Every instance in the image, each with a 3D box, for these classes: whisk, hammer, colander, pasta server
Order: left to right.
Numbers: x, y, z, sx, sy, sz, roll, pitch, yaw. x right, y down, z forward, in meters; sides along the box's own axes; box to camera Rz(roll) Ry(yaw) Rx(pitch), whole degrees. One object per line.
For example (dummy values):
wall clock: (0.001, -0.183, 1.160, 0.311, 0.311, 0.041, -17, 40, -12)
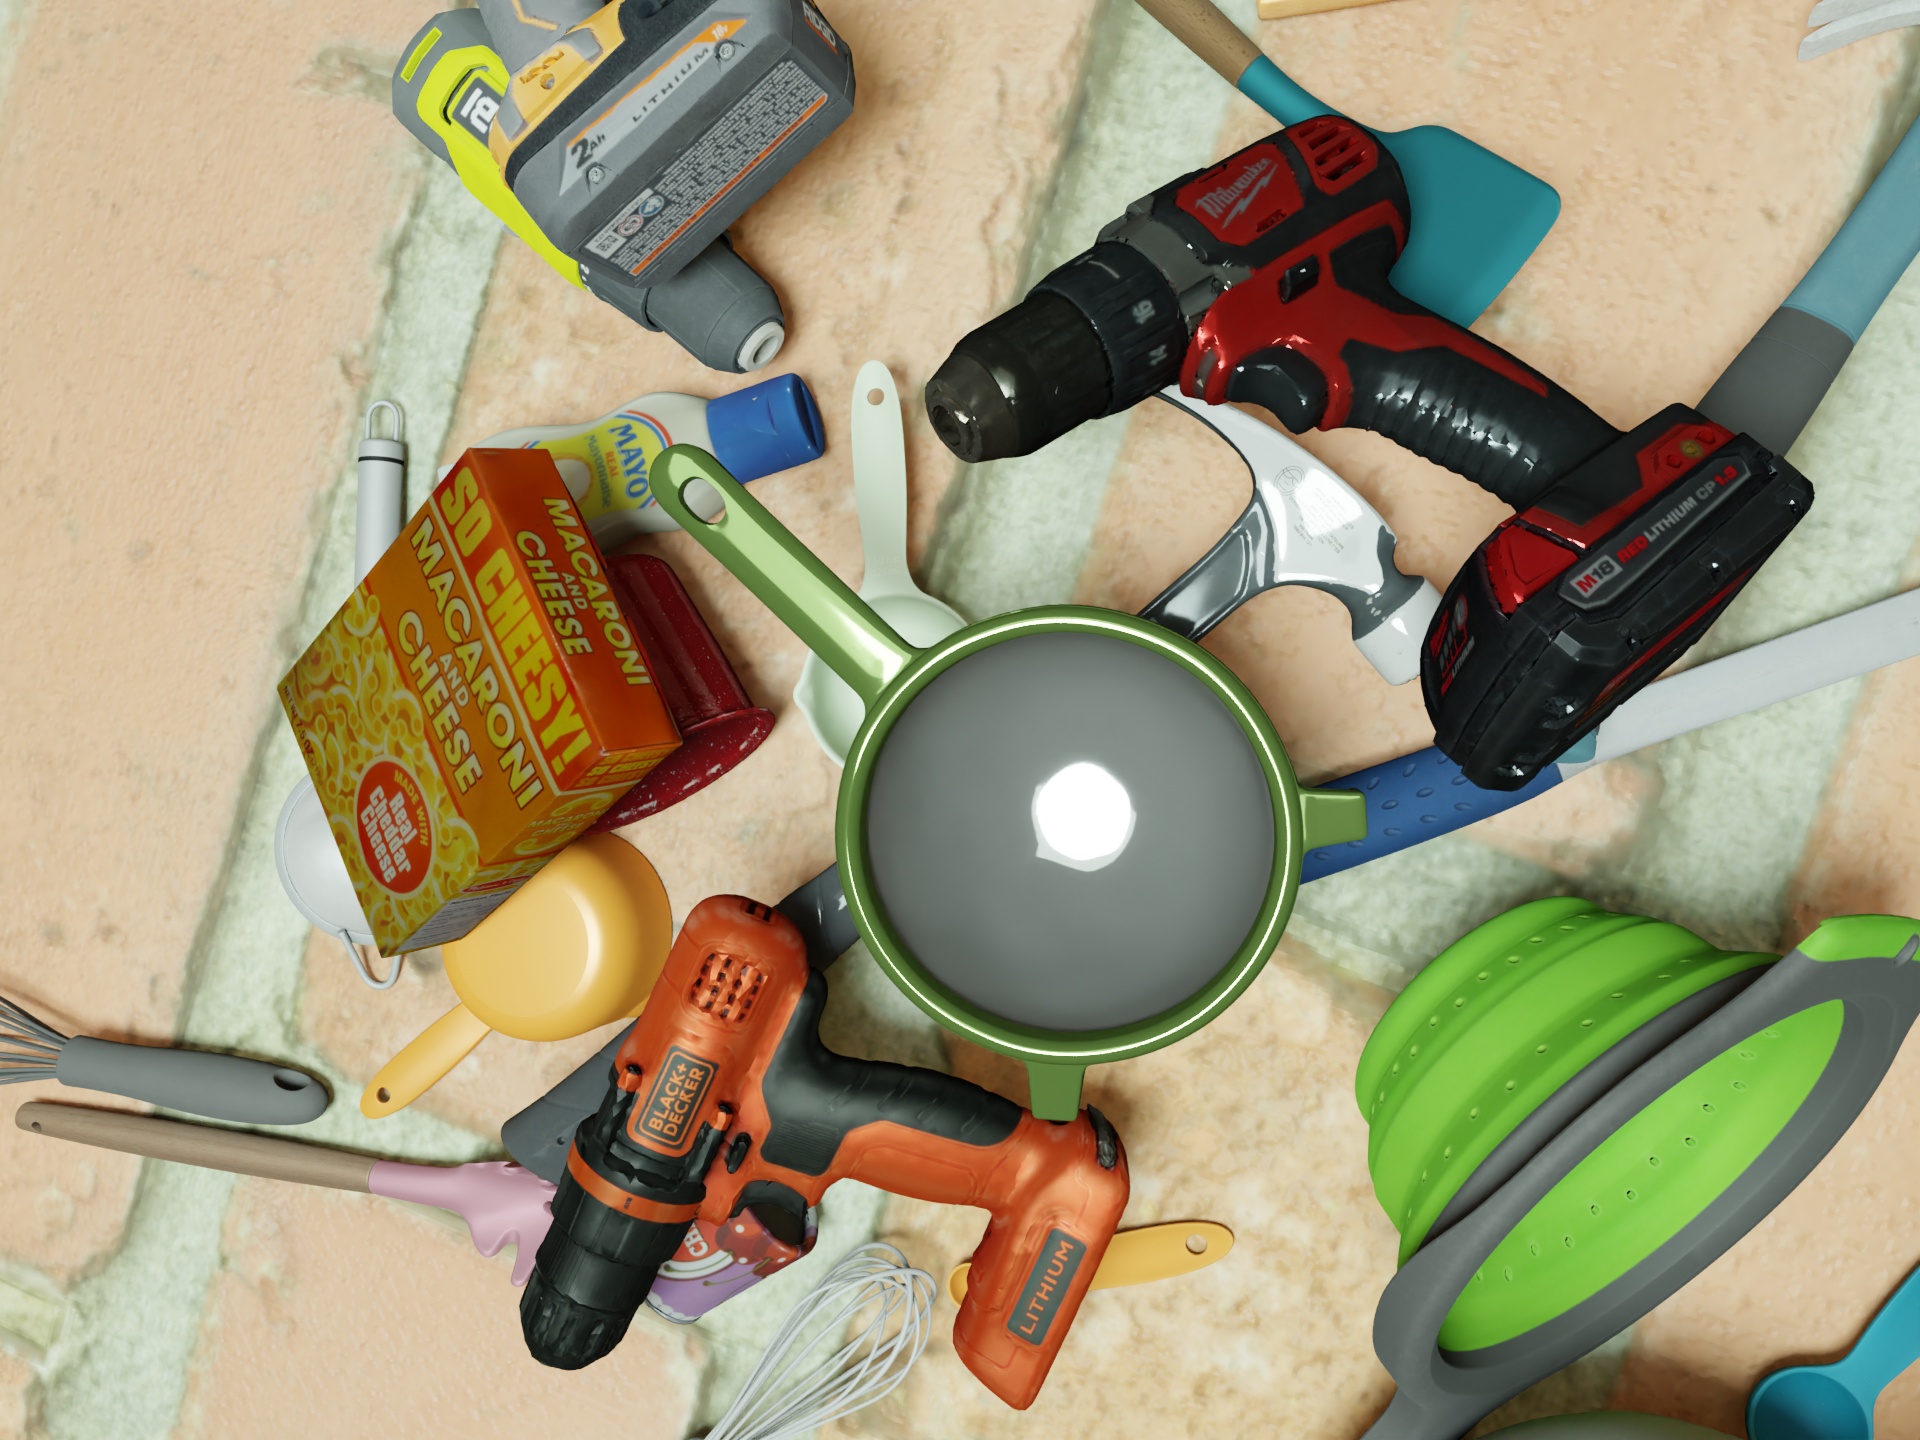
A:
whisk: (-0.396, 0.152, 0.716, 0.239, 0.055, 0.055, 8, 92, 7)
pasta server: (-0.282, 0.198, 0.693, 0.316, 0.040, 0.060, 5, 107, 14)
whisk: (-0.100, 0.299, 0.650, 0.246, 0.059, 0.058, -46, 45, 13)
hammer: (-0.019, 0.041, 0.598, 0.409, 0.036, 0.149, -40, 90, 9)
colander: (0.164, 0.192, 0.565, 0.397, 0.204, 0.095, -59, 45, 22)
hammer: (0.227, 0.012, 0.580, 0.405, 0.035, 0.144, -21, 86, 12)
hammer: (0.285, -0.122, 0.543, 0.128, 0.033, 0.331, 36, 92, 22)

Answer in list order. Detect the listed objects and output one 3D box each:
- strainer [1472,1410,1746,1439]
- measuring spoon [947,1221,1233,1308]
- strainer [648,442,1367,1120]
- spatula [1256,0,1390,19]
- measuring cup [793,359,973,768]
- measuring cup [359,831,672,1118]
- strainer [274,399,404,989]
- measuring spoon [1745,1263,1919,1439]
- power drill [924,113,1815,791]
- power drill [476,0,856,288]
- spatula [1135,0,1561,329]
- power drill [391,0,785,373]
strainer: (0.280, 0.303, 0.542, 0.340, 0.095, 0.210, 8, 130, -9)
measuring spoon: (0.051, 0.216, 0.635, 0.117, 0.011, 0.021, -14, 87, 9)
strainer: (-0.001, -0.002, 0.539, 0.256, 0.069, 0.151, 43, 102, 3)
spatula: (0.268, -0.291, 0.567, 0.322, 0.041, 0.081, -5, 88, 13)
measuring cup: (-0.025, -0.058, 0.636, 0.083, 0.038, 0.167, -5, 87, 12)
measuring cup: (-0.202, 0.116, 0.666, 0.173, 0.052, 0.095, -41, 82, 8)
strainer: (-0.256, -0.011, 0.686, 0.087, 0.050, 0.258, 1, 87, 3)
measuring spoon: (0.332, 0.220, 0.572, 0.042, 0.021, 0.128, 44, 90, 10)
power drill: (0.118, -0.086, 0.501, 0.188, 0.080, 0.227, -34, 67, -20)
power drill: (-0.128, -0.294, 0.561, 0.185, 0.084, 0.226, -37, 77, 15)
spatula: (0.089, -0.265, 0.605, 0.317, 0.044, 0.082, 46, 126, 10)
power drill: (-0.096, -0.270, 0.630, 0.190, 0.080, 0.228, 42, 101, 10)
